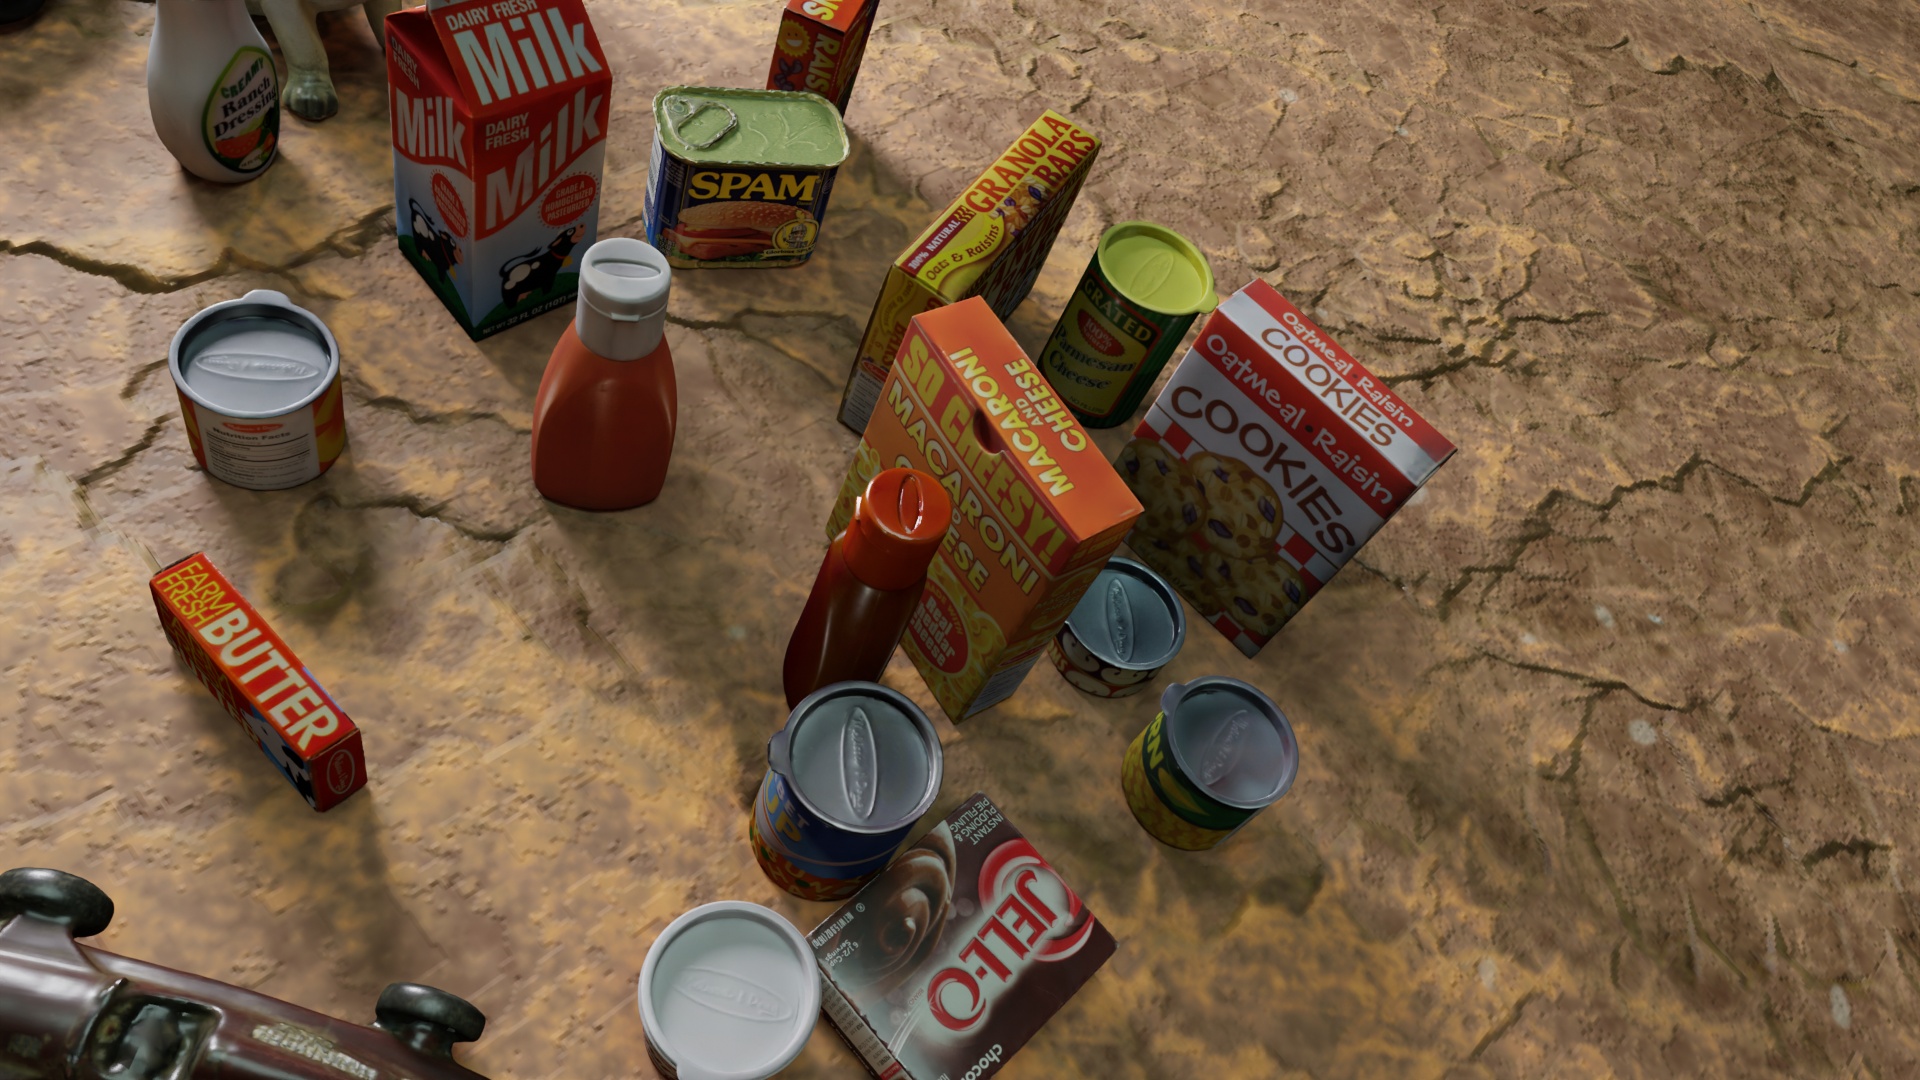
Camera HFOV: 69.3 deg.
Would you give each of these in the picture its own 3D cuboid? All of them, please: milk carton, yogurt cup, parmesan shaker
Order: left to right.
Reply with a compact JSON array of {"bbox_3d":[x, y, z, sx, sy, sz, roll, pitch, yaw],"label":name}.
[{"bbox_3d":[-0.218,-0.190,0.655,0.073,0.189,0.073,-32,73,-34],"label":"milk carton"},{"bbox_3d":[-0.092,0.180,0.535,0.072,0.053,0.073,10,55,-14],"label":"yogurt cup"},{"bbox_3d":[0.091,-0.116,0.772,0.071,0.102,0.071,10,55,-14],"label":"parmesan shaker"}]

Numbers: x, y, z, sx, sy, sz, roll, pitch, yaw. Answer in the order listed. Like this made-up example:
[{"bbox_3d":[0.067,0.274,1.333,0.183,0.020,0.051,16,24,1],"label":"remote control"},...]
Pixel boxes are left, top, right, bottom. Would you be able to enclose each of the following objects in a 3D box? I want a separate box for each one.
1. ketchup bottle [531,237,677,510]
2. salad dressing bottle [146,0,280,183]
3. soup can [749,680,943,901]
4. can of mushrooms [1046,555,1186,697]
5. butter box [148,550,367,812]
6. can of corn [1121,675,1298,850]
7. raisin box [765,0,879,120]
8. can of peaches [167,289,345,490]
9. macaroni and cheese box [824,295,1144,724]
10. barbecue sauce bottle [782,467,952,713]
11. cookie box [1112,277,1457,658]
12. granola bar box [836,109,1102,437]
[{"bbox_3d":[-0.156,-0.070,0.622,0.065,0.148,0.044,2,57,-19],"label":"ketchup bottle"},{"bbox_3d":[-0.360,-0.239,0.663,0.044,0.146,0.064,30,53,1],"label":"salad dressing bottle"},{"bbox_3d":[-0.053,0.106,0.581,0.071,0.083,0.072,10,55,-14],"label":"soup can"},{"bbox_3d":[0.075,0.043,0.702,0.071,0.033,0.071,10,55,-14],"label":"can of mushrooms"},{"bbox_3d":[-0.278,0.057,0.551,0.103,0.052,0.024,44,54,11],"label":"butter box"},{"bbox_3d":[0.115,0.105,0.659,0.071,0.058,0.071,10,55,-14],"label":"can of corn"},{"bbox_3d":[-0.083,-0.272,0.802,0.040,0.122,0.086,23,53,-4],"label":"raisin box"},{"bbox_3d":[-0.311,-0.066,0.620,0.071,0.057,0.071,10,55,-14],"label":"can of peaches"},{"bbox_3d":[0.002,-0.008,0.626,0.040,0.165,0.124,-23,68,-31],"label":"macaroni and cheese box"},{"bbox_3d":[-0.042,0.025,0.599,0.044,0.147,0.065,11,55,-13],"label":"barbecue sauce bottle"},{"bbox_3d":[0.148,-0.031,0.695,0.123,0.166,0.040,44,54,12],"label":"cookie box"},{"bbox_3d":[0.004,-0.139,0.743,0.039,0.123,0.166,34,53,4],"label":"granola bar box"}]
